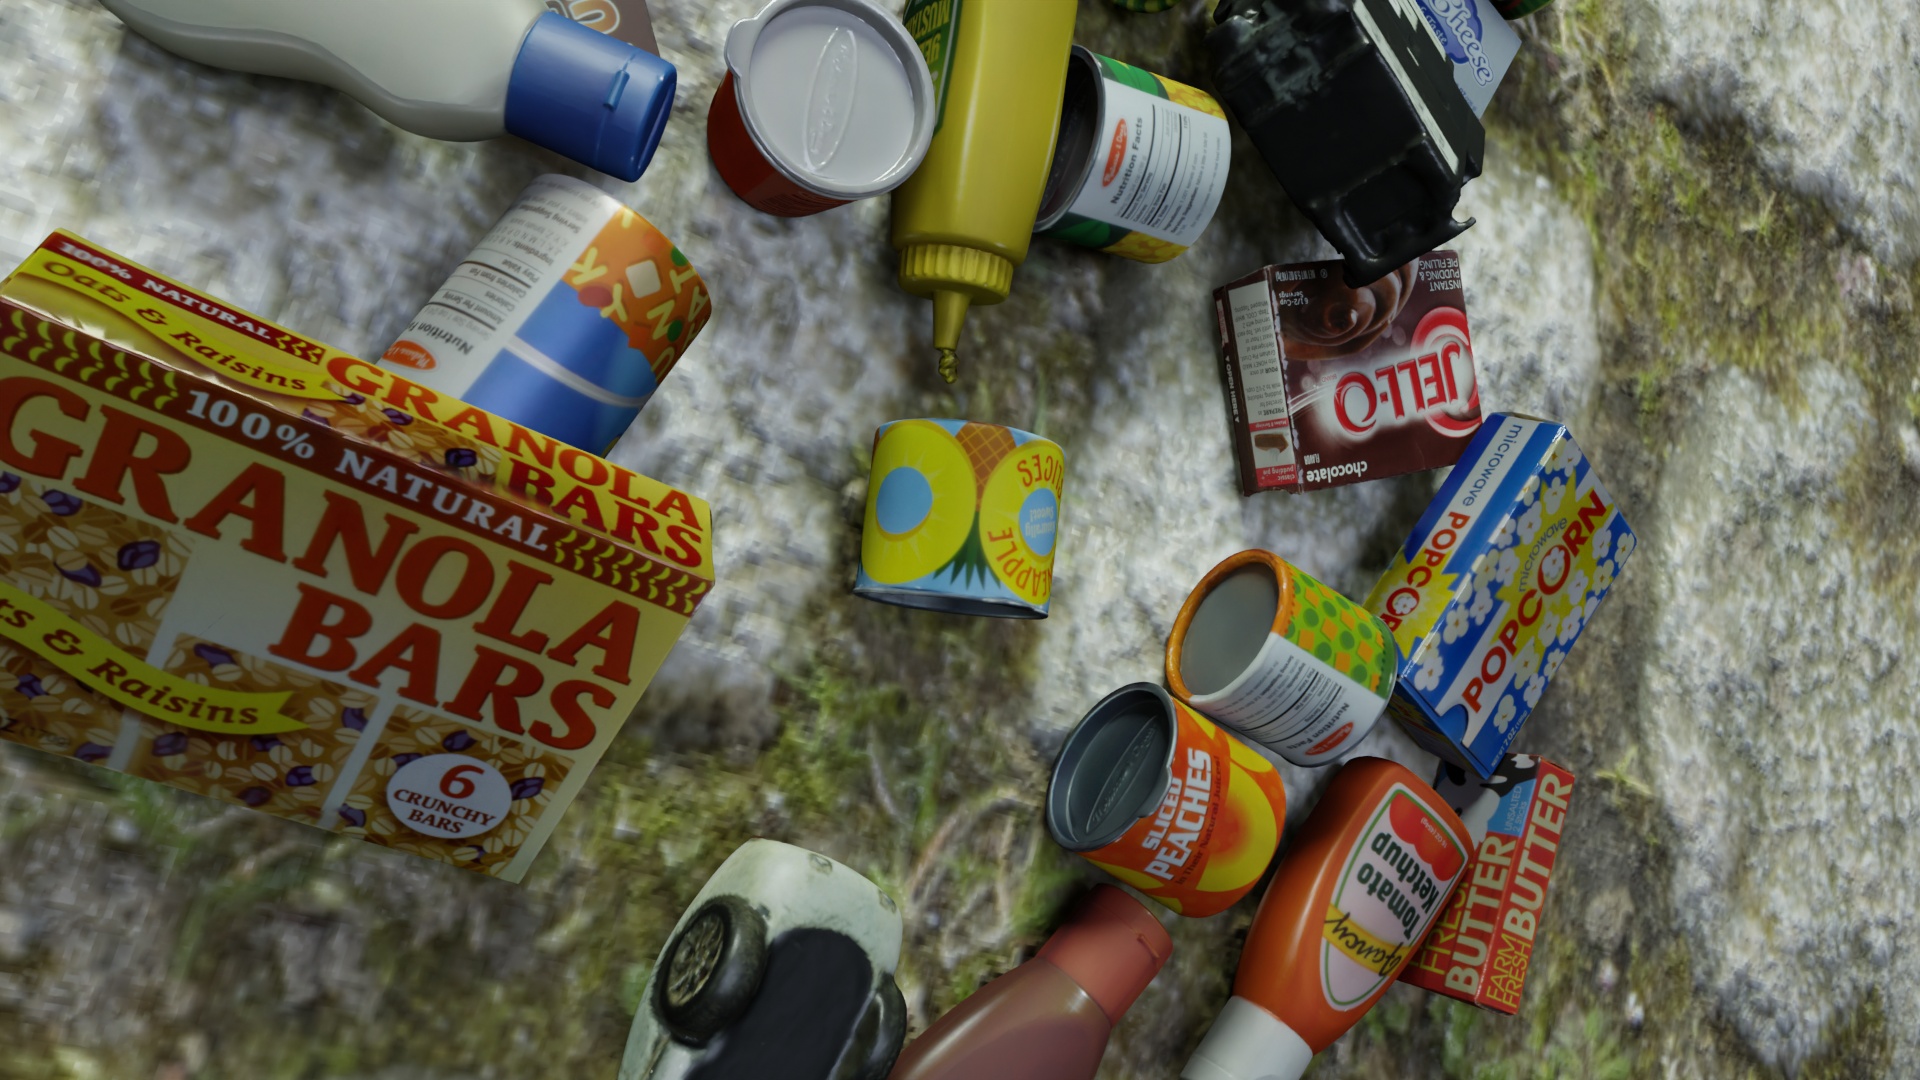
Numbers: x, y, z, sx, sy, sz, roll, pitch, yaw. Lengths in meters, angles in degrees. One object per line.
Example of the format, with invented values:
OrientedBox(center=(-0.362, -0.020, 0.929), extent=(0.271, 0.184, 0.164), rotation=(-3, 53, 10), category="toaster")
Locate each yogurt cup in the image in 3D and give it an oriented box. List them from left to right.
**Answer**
OrientedBox(center=(-0.049, -0.139, 0.456), extent=(0.072, 0.054, 0.072), rotation=(2, 86, -28), category="yogurt cup")

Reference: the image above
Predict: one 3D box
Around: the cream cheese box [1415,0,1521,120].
OrientedBox(center=(0.198, -0.235, 0.610), extent=(0.103, 0.024, 0.053), rotation=(40, 69, -20), category="cream cheese box")

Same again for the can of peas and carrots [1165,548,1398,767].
OrientedBox(center=(0.120, 0.043, 0.528), extent=(0.058, 0.071, 0.071), rotation=(30, 74, -22), category="can of peas and carrots")

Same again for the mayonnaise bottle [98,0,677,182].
OrientedBox(center=(-0.155, -0.145, 0.386), extent=(0.148, 0.041, 0.065), rotation=(22, 85, -8), category="mayonnaise bottle")

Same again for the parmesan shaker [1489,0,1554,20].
OrientedBox(center=(0.232, -0.291, 0.610), extent=(0.103, 0.071, 0.071), rotation=(38, 71, -20), category="parmesan shaker")

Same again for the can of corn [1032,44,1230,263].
OrientedBox(center=(0.054, -0.139, 0.505), extent=(0.058, 0.071, 0.071), rotation=(8, 83, -31), category="can of corn")

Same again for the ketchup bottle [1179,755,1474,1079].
OrientedBox(center=(0.140, 0.159, 0.541), extent=(0.064, 0.043, 0.149), rotation=(47, 68, -15), category="ketchup bottle")

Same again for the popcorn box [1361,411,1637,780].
OrientedBox(center=(0.219, 0.022, 0.573), extent=(0.085, 0.038, 0.127), rotation=(43, 79, -35), category="popcorn box")

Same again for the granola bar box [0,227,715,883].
OrientedBox(center=(-0.165, 0.014, 0.356), extent=(0.165, 0.039, 0.123), rotation=(24, 117, -24), category="granola bar box")

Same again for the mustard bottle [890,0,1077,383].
OrientedBox(center=(0.003, -0.134, 0.480), extent=(0.049, 0.065, 0.160), rotation=(8, 87, -27), category="mustard bottle")

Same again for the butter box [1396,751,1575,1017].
OrientedBox(center=(0.215, 0.139, 0.576), extent=(0.024, 0.053, 0.104), rotation=(26, 75, -22), category="butter box")

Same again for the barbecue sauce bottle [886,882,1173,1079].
OrientedBox(center=(0.014, 0.183, 0.474), extent=(0.149, 0.043, 0.064), rotation=(-43, 106, -24), category="barbecue sauce bottle")

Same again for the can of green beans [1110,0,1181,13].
OrientedBox(center=(0.079, -0.243, 0.524), extent=(0.058, 0.071, 0.071), rotation=(-44, 106, -22), category="can of green beans")

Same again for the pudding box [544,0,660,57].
OrientedBox(center=(-0.128, -0.177, 0.431), extent=(0.050, 0.030, 0.083), rotation=(-16, 94, -26), category="pudding box")

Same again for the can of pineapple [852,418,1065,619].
OrientedBox(center=(0.002, -0.006, 0.465), extent=(0.071, 0.071, 0.058), rotation=(10, 82, -27), category="can of pineapple")

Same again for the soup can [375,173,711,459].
OrientedBox(center=(-0.121, -0.053, 0.407), extent=(0.071, 0.071, 0.084), rotation=(40, 70, -20), category="soup can")

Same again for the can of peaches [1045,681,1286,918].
OrientedBox(center=(0.074, 0.094, 0.496), extent=(0.058, 0.071, 0.071), rotation=(35, 72, -23), category="can of peaches")
